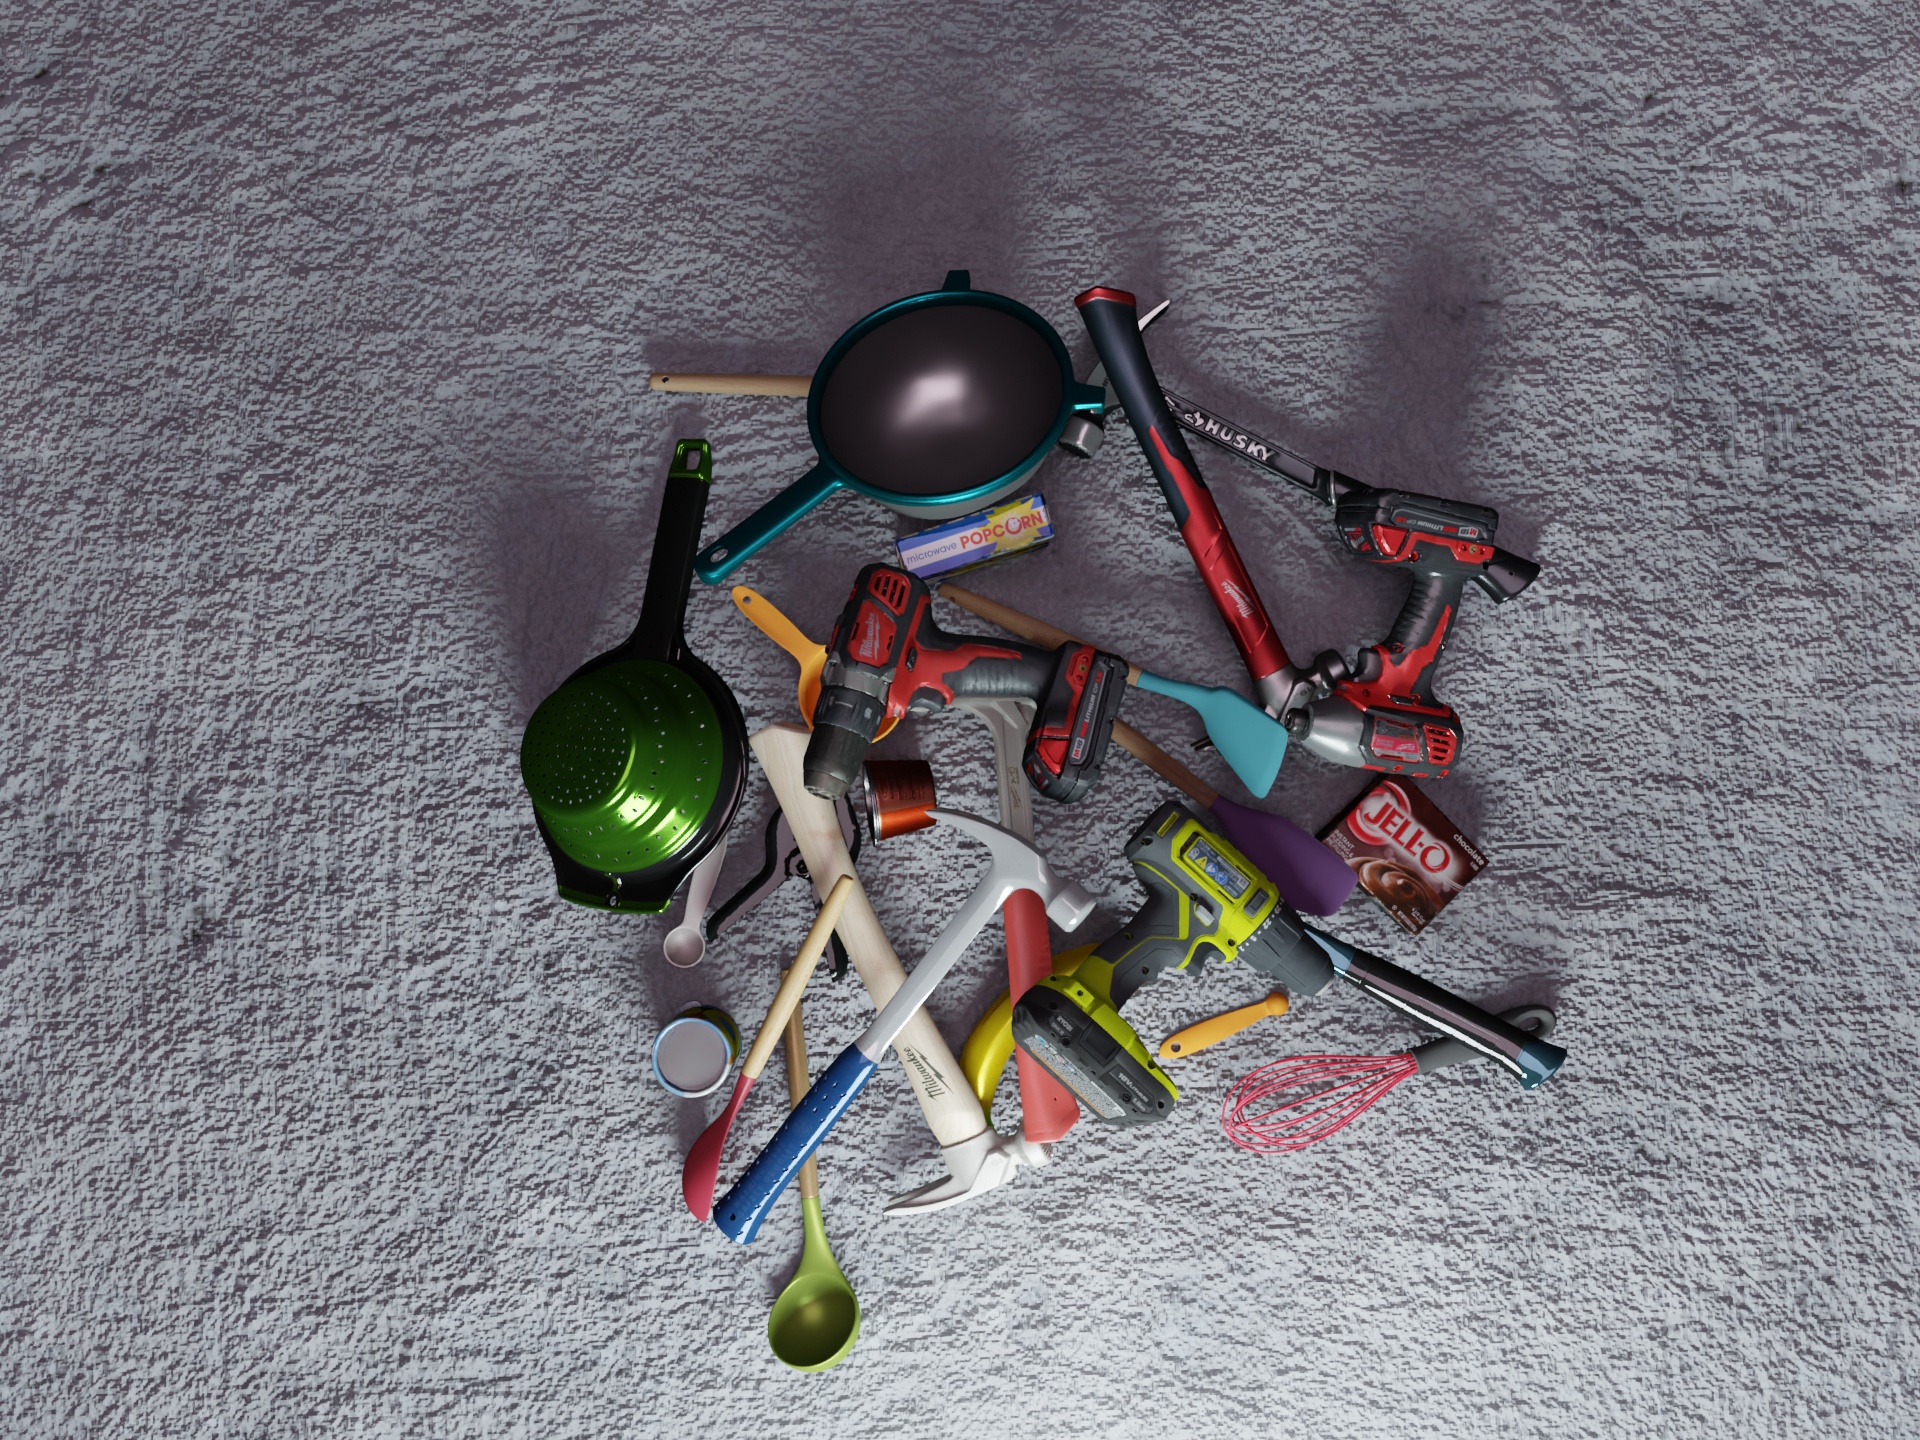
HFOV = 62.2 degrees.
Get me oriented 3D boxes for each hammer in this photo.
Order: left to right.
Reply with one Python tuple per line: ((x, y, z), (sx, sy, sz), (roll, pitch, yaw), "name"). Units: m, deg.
((-0.077, 0.195, 1.278), (0.146, 0.038, 0.410), (-25, 91, 11), "hammer")
((-0.071, 0.246, 1.240), (0.144, 0.035, 0.405), (40, 103, 14), "hammer")
((0.042, 0.151, 1.263), (0.149, 0.036, 0.359), (0, 77, -21), "hammer")
((0.175, -0.165, 1.289), (0.143, 0.038, 0.386), (-27, 99, 1), "hammer")
((0.294, -0.207, 1.328), (0.409, 0.036, 0.149), (26, 87, 0), "hammer")
((0.327, 0.204, 1.288), (0.331, 0.033, 0.128), (28, 83, 10), "hammer")

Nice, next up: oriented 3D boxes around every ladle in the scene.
((-0.157, 0.261, 1.269), (0.031, 0.069, 0.315), (22, 101, -21), "ladle")
((-0.130, 0.364, 1.299), (0.078, 0.062, 0.320), (-7, 85, 16), "ladle")

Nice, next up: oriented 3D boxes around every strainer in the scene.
((-0.060, -0.196, 1.260), (0.340, 0.095, 0.211), (-38, 62, -9), "strainer")

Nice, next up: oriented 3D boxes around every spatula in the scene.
((0.118, -0.040, 1.289), (0.317, 0.082, 0.044), (25, 49, 14), "spatula")
((0.183, 0.052, 1.290), (0.316, 0.018, 0.060), (38, 87, 3), "spatula")

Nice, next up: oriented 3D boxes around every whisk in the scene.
((0.352, 0.286, 1.301), (0.296, 0.073, 0.073), (-16, 88, -7), "whisk")

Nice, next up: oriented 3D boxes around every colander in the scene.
((-0.265, -0.049, 1.269), (0.204, 0.094, 0.397), (5, 79, 22), "colander")

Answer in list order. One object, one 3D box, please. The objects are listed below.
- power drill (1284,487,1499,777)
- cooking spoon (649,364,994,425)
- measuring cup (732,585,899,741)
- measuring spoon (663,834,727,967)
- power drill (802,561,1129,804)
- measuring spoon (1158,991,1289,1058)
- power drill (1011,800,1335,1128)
((0.340, -0.069, 1.265), (0.143, 0.078, 0.219), (8, 94, -12), "power drill")
((-0.101, -0.280, 1.338), (0.319, 0.017, 0.069), (2, 88, -1), "cooking spoon")
((-0.119, -0.049, 1.315), (0.173, 0.052, 0.095), (41, 89, 3), "measuring cup")
((-0.216, 0.145, 1.329), (0.034, 0.018, 0.124), (16, 81, 1), "measuring spoon")
((-0.002, -0.004, 1.222), (0.226, 0.080, 0.188), (19, 74, -3), "power drill")
((0.219, 0.255, 1.322), (0.117, 0.011, 0.021), (-23, 88, -1), "measuring spoon")
((0.167, 0.199, 1.227), (0.190, 0.080, 0.228), (42, 67, 2), "power drill")
